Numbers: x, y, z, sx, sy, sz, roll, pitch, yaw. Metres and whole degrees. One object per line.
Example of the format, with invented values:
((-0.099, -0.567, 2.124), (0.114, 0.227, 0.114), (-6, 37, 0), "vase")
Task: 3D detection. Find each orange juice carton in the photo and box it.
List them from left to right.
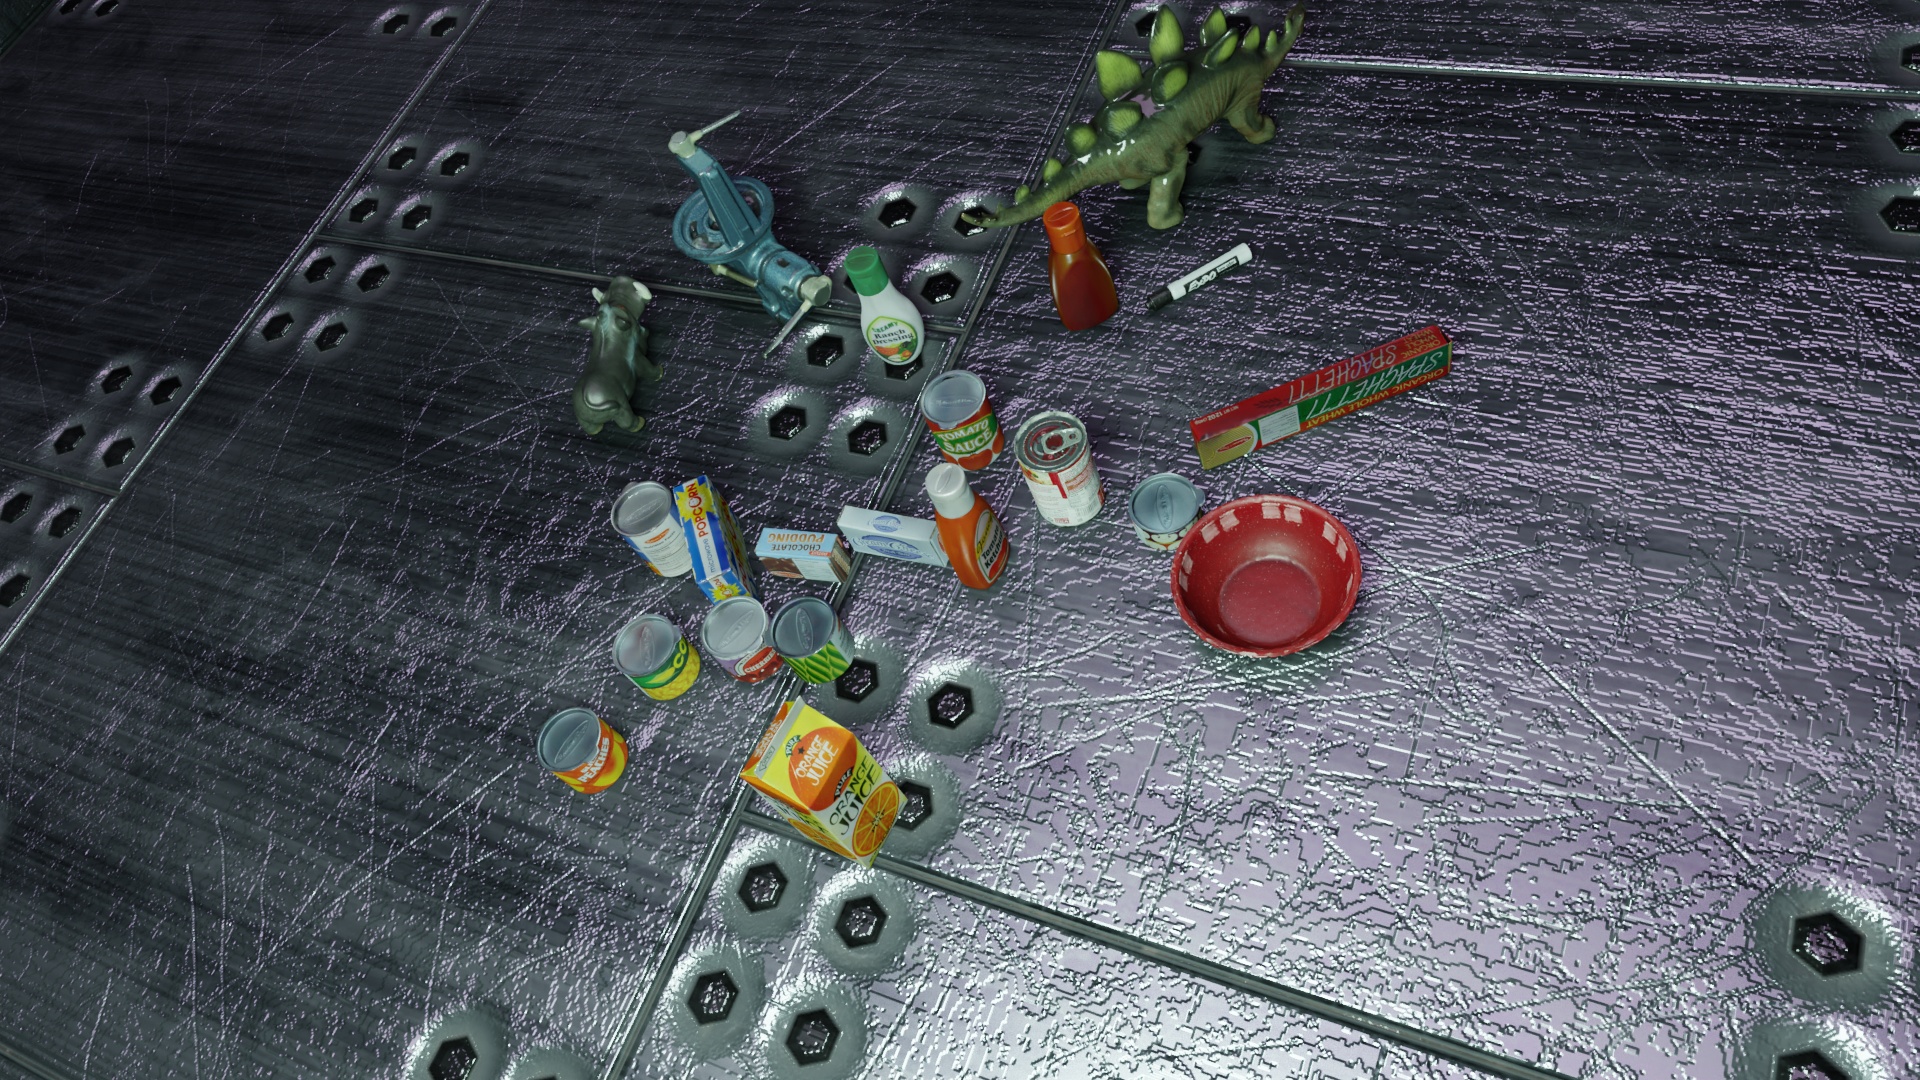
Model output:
((-0.117, 0.197, 1.150), (0.073, 0.192, 0.072), (19, 67, 27), "orange juice carton")

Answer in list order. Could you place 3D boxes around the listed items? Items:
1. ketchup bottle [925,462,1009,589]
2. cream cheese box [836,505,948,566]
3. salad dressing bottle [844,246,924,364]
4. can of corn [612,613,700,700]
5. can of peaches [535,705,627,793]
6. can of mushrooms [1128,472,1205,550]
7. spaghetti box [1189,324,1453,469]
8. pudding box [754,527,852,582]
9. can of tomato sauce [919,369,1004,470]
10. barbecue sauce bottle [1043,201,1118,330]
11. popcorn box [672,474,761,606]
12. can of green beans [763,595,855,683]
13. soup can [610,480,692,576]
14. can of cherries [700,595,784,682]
((0.005, -0.016, 1.274), (0.043, 0.148, 0.065), (13, 64, 25), "ketchup bottle")
((-0.063, -0.004, 1.346), (0.104, 0.053, 0.024), (10, 63, 23), "cream cheese box")
((-0.081, -0.244, 1.447), (0.064, 0.147, 0.044), (-9, 57, 13), "salad dressing bottle")
((-0.291, 0.113, 1.342), (0.071, 0.058, 0.071), (-8, 57, 13), "can of corn")
((-0.354, 0.199, 1.308), (0.071, 0.058, 0.071), (-8, 57, 13), "can of peaches")
((0.194, -0.027, 1.291), (0.071, 0.033, 0.071), (-8, 57, 13), "can of mushrooms")
((0.338, -0.134, 1.303), (0.250, 0.050, 0.029), (-22, 55, 4), "spaghetti box")
((-0.154, 0.015, 1.366), (0.084, 0.049, 0.030), (5, 61, 20), "pudding box")
((0.003, -0.117, 1.379), (0.071, 0.082, 0.071), (-8, 57, 13), "can of tomato sauce")
((0.117, -0.278, 1.405), (0.065, 0.148, 0.044), (-25, 55, 2), "barbecue sauce bottle")
((-0.241, 0.009, 1.376), (0.038, 0.085, 0.127), (-24, 55, 3), "popcorn box")
((-0.139, 0.094, 1.306), (0.071, 0.057, 0.071), (-8, 57, 13), "can of green beans")
((-0.307, -0.013, 1.412), (0.071, 0.083, 0.071), (-8, 57, 13), "soup can")
((-0.204, 0.096, 1.325), (0.071, 0.058, 0.072), (-8, 57, 13), "can of cherries")
